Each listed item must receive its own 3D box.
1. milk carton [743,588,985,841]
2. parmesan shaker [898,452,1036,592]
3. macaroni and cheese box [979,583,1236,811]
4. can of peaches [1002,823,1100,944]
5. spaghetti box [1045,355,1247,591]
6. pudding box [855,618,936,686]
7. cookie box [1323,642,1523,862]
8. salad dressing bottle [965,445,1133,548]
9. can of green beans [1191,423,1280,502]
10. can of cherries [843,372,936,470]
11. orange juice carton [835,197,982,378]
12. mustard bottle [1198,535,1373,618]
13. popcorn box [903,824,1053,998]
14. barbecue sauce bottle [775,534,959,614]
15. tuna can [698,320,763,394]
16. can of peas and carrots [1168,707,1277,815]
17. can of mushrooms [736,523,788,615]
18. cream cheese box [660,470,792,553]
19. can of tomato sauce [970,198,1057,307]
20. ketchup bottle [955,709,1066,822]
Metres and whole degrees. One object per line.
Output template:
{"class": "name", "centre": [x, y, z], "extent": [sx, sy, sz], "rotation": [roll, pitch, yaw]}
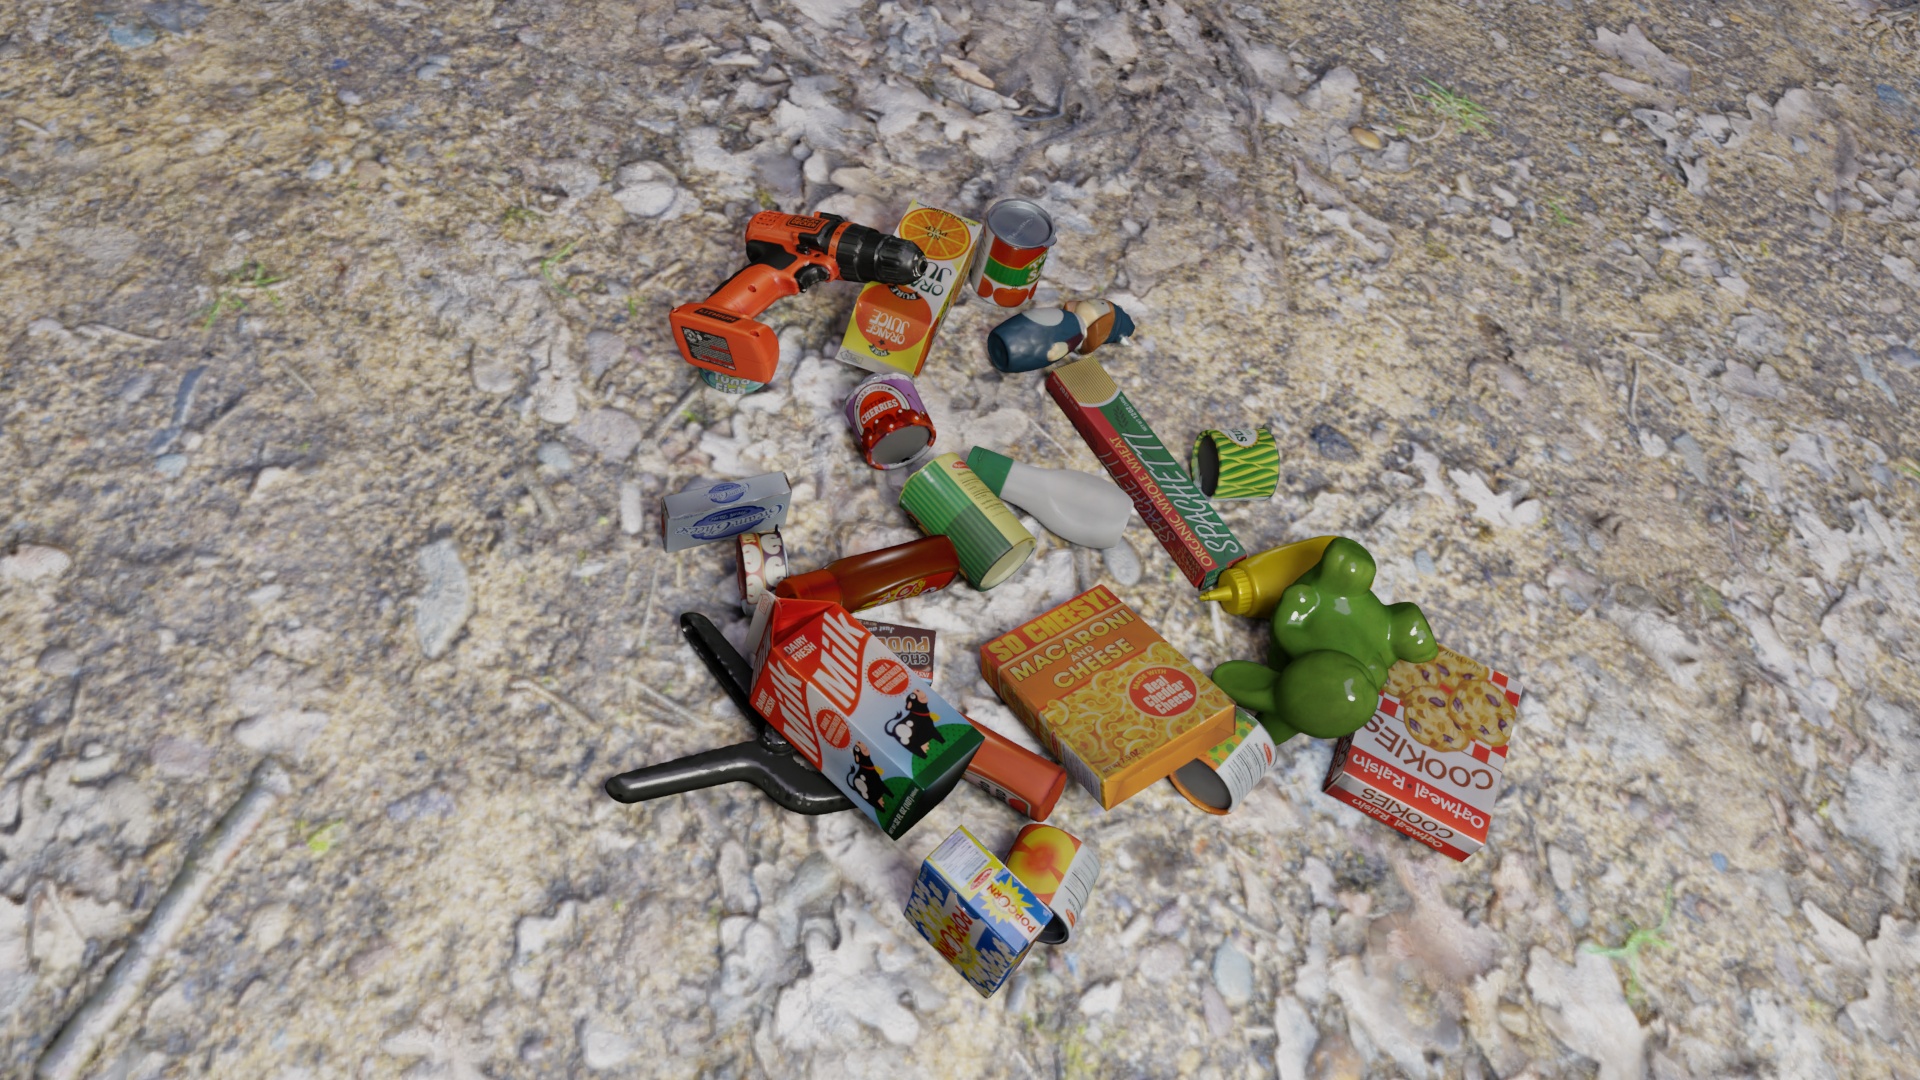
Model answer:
{"class": "milk carton", "centre": [-0.083, 0.116, 1.003], "extent": [0.191, 0.072, 0.074], "rotation": [40, 45, 15]}
{"class": "parmesan shaker", "centre": [0.004, -0.014, 1.156], "extent": [0.071, 0.071, 0.103], "rotation": [-31, 68, -29]}
{"class": "macaroni and cheese box", "centre": [0.111, 0.116, 1.072], "extent": [0.124, 0.040, 0.167], "rotation": [-26, 44, -21]}
{"class": "can of peaches", "centre": [0.057, 0.244, 0.993], "extent": [0.071, 0.071, 0.058], "rotation": [29, 55, 7]}
{"class": "spaghetti box", "centre": [0.165, -0.065, 1.253], "extent": [0.050, 0.028, 0.251], "rotation": [-22, 63, -25]}
{"class": "pudding box", "centre": [-0.063, 0.092, 1.091], "extent": [0.084, 0.030, 0.050], "rotation": [9, 55, -7]}
{"class": "cookie box", "centre": [0.382, 0.162, 1.142], "extent": [0.123, 0.040, 0.168], "rotation": [27, 53, 6]}
{"class": "salad dressing bottle", "centre": [0.074, -0.040, 1.207], "extent": [0.148, 0.043, 0.064], "rotation": [22, 56, 3]}
{"class": "can of green beans", "centre": [0.247, -0.068, 1.251], "extent": [0.058, 0.071, 0.071], "rotation": [-2, 57, -14]}
{"class": "can of cherries", "centre": [-0.062, -0.103, 1.201], "extent": [0.072, 0.071, 0.058], "rotation": [-14, 61, -21]}
{"class": "orange juice carton", "centre": [-0.048, -0.222, 1.284], "extent": [0.072, 0.072, 0.194], "rotation": [22, 55, 2]}
{"class": "mustard bottle", "centre": [0.274, 0.037, 1.197], "extent": [0.160, 0.048, 0.065], "rotation": [-8, 59, -18]}
{"class": "popcorn box", "centre": [0.009, 0.253, 0.938], "extent": [0.085, 0.126, 0.038], "rotation": [42, 62, 16]}
{"class": "barbecue sauce bottle", "centre": [-0.074, 0.032, 1.089], "extent": [0.149, 0.064, 0.044], "rotation": [-14, 76, -39]}
{"class": "tuna can", "centre": [-0.200, -0.162, 1.232], "extent": [0.071, 0.032, 0.071], "rotation": [6, 55, -9]}
{"class": "can of peas and carrots", "centre": [0.200, 0.170, 1.079], "extent": [0.071, 0.070, 0.059], "rotation": [41, 58, 15]}
{"class": "can of mushrooms", "centre": [-0.156, 0.024, 1.093], "extent": [0.033, 0.070, 0.071], "rotation": [-5, 58, -14]}
{"class": "cream cheese box", "centre": [-0.191, -0.023, 1.126], "extent": [0.104, 0.053, 0.024], "rotation": [-14, 63, -22]}
{"class": "can of tomato sauce", "centre": [0.051, -0.275, 1.337], "extent": [0.071, 0.082, 0.071], "rotation": [6, 55, -9]}
{"class": "ketchup bottle", "centre": [0.006, 0.157, 1.045], "extent": [0.149, 0.064, 0.043], "rotation": [27, 74, 17]}
